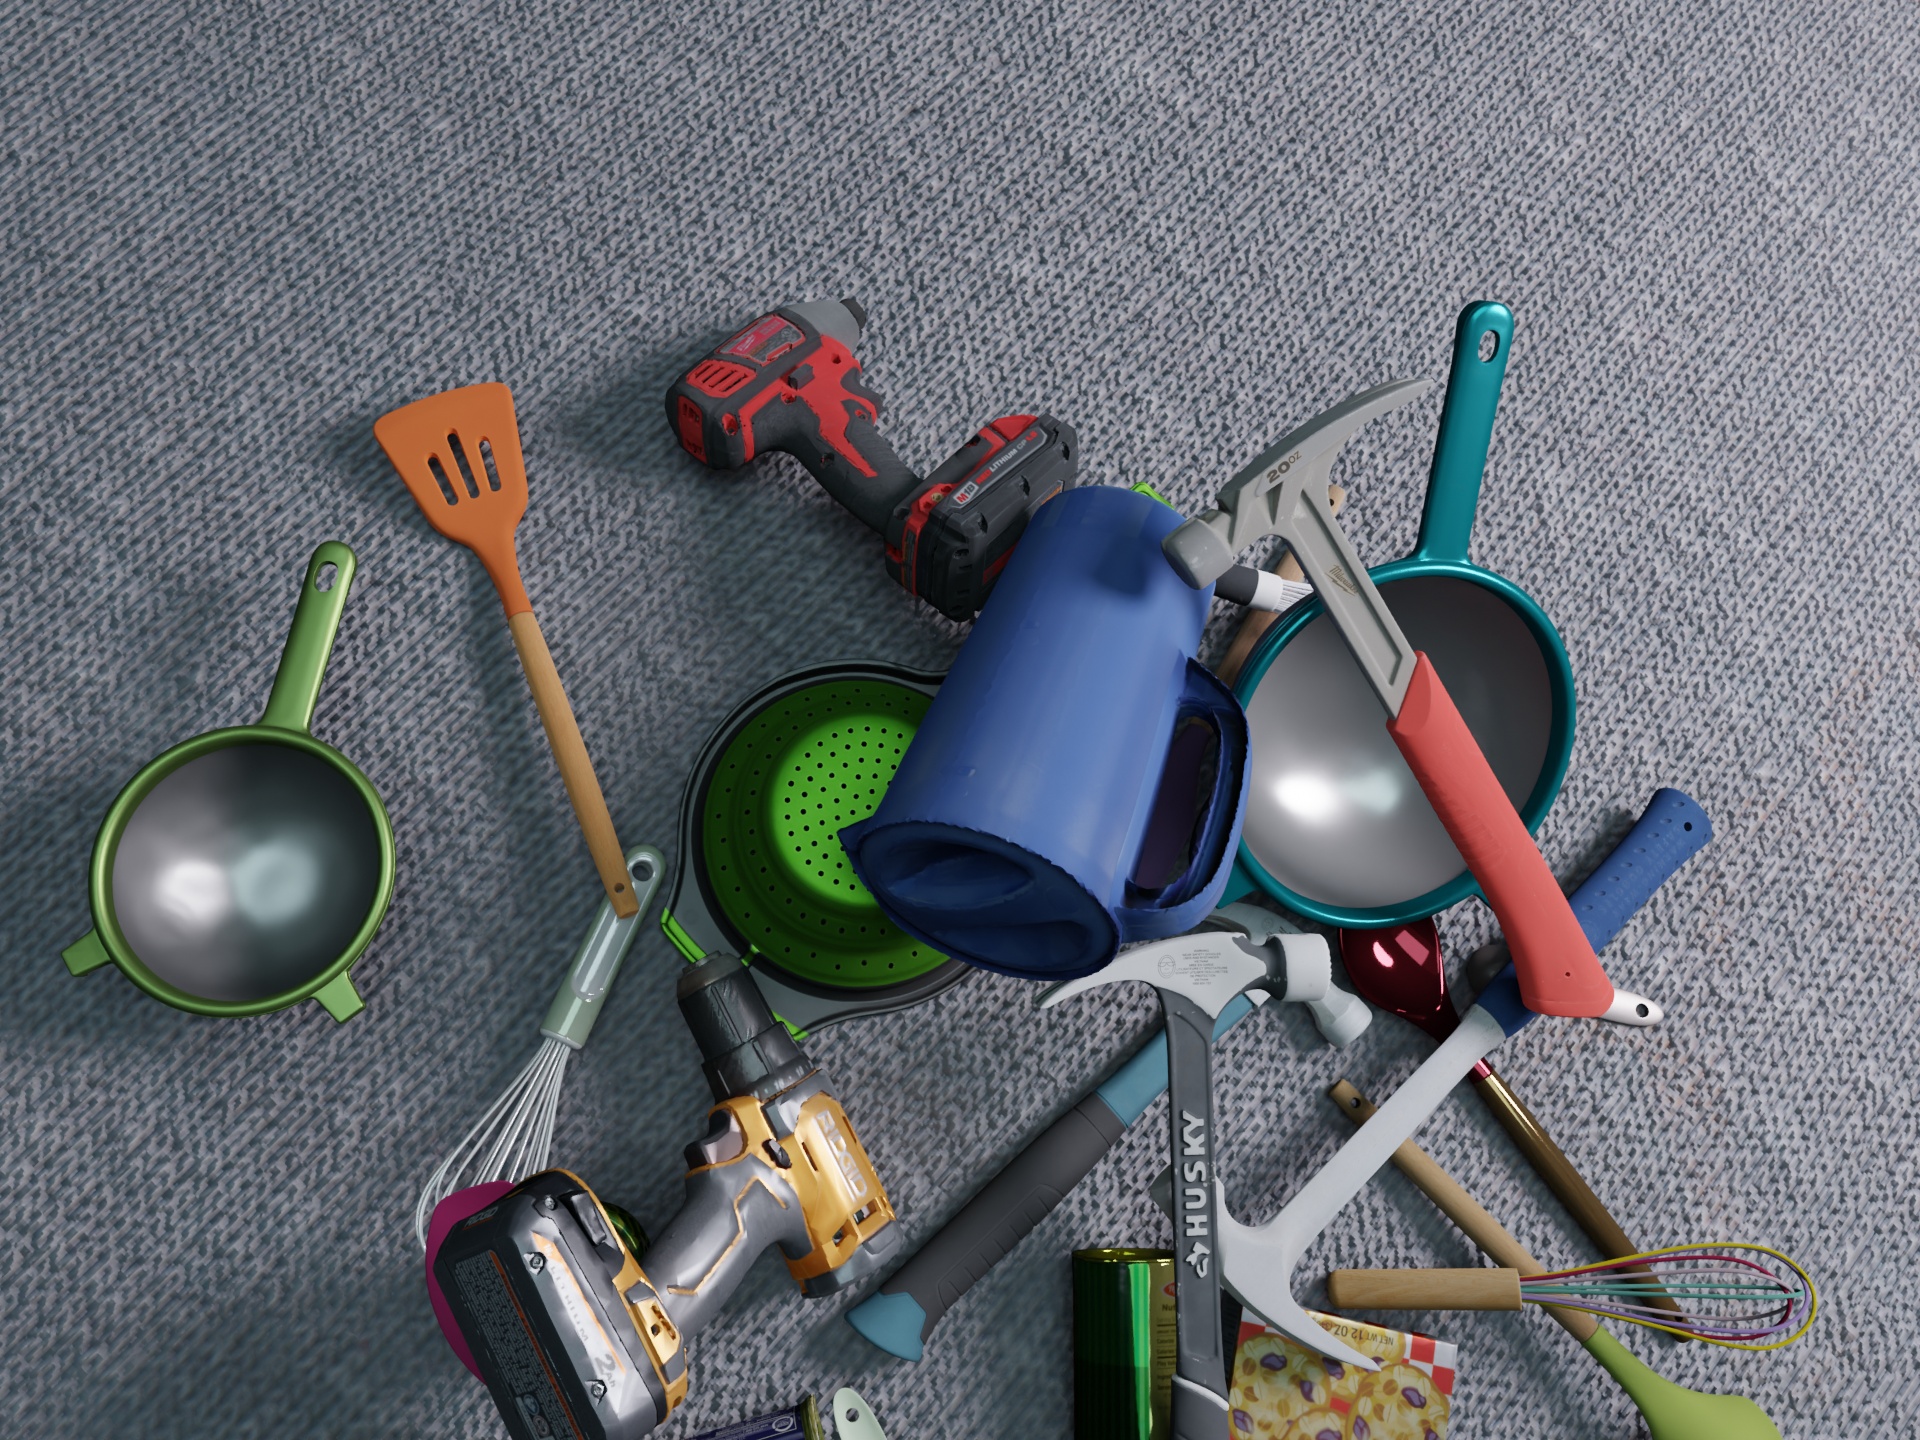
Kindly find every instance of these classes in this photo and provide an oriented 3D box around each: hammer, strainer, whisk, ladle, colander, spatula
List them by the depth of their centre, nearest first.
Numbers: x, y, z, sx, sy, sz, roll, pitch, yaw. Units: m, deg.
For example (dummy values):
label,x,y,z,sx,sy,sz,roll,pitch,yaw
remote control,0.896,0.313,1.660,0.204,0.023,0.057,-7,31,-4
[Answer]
label,x,y,z,sx,sy,sz,roll,pitch,yaw
hammer,0.113,0.311,0.784,0.149,0.036,0.409,0,85,-5
hammer,0.253,0.008,0.816,0.149,0.037,0.358,-36,108,-1
whisk,0.321,0.307,0.846,0.245,0.051,0.047,-6,88,16
whisk,-0.217,0.177,0.847,0.057,0.059,0.246,27,69,-11
strainer,-0.360,0.032,0.851,0.151,0.069,0.256,10,74,-3
strainer,0.233,-0.058,0.870,0.211,0.095,0.340,3,107,-15
hammer,0.073,0.226,0.879,0.331,0.033,0.128,-41,85,-15
hammer,0.291,0.180,0.888,0.405,0.035,0.144,-39,88,-20
spatula,-0.241,-0.040,0.890,0.081,0.041,0.323,-21,73,-12
ladle,0.327,0.321,0.891,0.078,0.062,0.320,-44,78,-8
colander,-0.001,-0.003,0.893,0.204,0.094,0.397,41,75,3
ladle,0.318,0.225,0.915,0.069,0.031,0.315,-35,85,-22
whisk,0.209,-0.068,0.942,0.284,0.070,0.070,15,75,-10
spatula,0.154,-0.016,0.957,0.060,0.018,0.316,30,75,7

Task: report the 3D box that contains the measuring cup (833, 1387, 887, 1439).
label,x,y,z,sx,sy,sz,roll,pitch,yaw
measuring cup,-0.026,0.421,0.817,0.083,0.038,0.168,-25,79,-13

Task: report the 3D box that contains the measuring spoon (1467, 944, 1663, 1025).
label,x,y,z,sx,sy,sz,roll,pitch,yaw
measuring spoon,0.361,0.160,0.940,0.124,0.018,0.034,14,75,-5

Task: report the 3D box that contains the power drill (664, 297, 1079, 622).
label,x,y,z,sx,sy,sz,roll,pitch,yaw
power drill,-0.047,-0.165,0.915,0.220,0.078,0.143,34,59,19

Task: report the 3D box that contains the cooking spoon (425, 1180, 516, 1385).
label,x,y,z,sx,sy,sz,roll,pitch,yaw
cooking spoon,-0.190,0.376,0.776,0.069,0.017,0.319,-17,93,-2

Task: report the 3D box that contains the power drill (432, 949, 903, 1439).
label,x,y,z,sx,sy,sz,roll,pitch,yaw
power drill,-0.139,0.225,0.776,0.226,0.084,0.185,-21,83,-54
